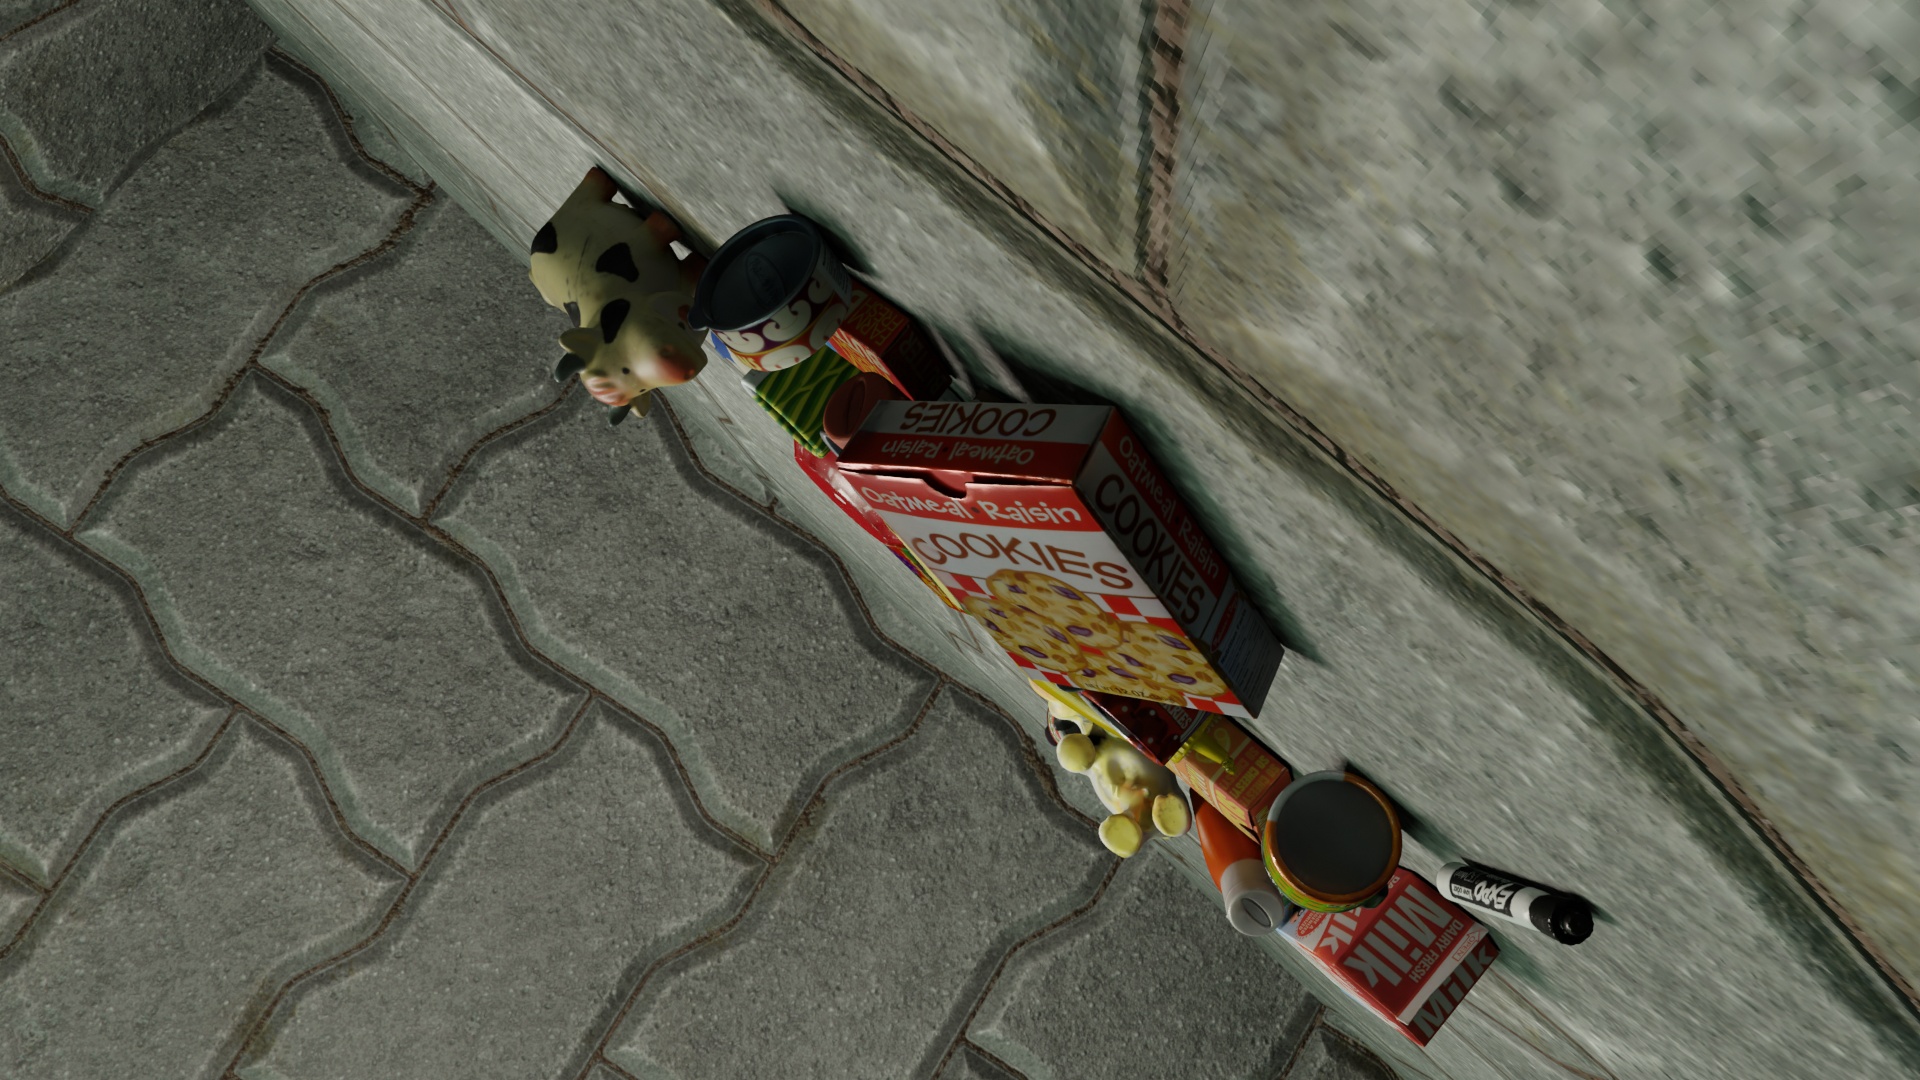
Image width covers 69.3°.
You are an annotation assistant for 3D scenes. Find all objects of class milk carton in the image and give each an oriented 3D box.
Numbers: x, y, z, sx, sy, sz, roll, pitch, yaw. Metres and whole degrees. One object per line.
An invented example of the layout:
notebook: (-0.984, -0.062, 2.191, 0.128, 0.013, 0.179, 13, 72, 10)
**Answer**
milk carton: (0.257, 0.244, 0.845, 0.073, 0.072, 0.190, 42, 174, 1)

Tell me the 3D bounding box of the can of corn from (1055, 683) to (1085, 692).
can of corn: (0.057, 0.039, 0.733, 0.071, 0.071, 0.058, 40, 172, 22)

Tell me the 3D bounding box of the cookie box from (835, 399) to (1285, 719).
cookie box: (0.044, 0.009, 0.576, 0.123, 0.040, 0.167, 6, 148, 42)

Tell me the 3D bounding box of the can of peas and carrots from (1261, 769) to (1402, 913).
can of peas and carrots: (0.189, 0.155, 0.705, 0.071, 0.071, 0.058, 41, 172, 20)

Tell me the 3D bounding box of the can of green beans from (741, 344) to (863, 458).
can of green beans: (-0.084, -0.090, 0.803, 0.071, 0.058, 0.071, 42, 173, 6)

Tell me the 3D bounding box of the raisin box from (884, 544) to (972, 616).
raisin box: (-0.014, 0.020, 1.178, 0.086, 0.040, 0.123, 44, 172, -11)

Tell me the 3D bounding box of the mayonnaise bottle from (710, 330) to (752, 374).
mayonnaise bottle: (-0.123, -0.121, 0.919, 0.064, 0.041, 0.148, 50, 172, -37)

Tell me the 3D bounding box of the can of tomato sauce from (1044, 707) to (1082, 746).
can of tomato sauce: (0.104, 0.143, 1.127, 0.071, 0.071, 0.083, 42, 173, 6)

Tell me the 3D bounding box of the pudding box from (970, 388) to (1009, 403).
pudding box: (0.034, -0.027, 0.626, 0.050, 0.030, 0.083, 36, 170, 49)

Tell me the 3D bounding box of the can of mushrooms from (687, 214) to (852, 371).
can of mushrooms: (-0.086, -0.110, 0.628, 0.071, 0.071, 0.033, 37, 172, 41)

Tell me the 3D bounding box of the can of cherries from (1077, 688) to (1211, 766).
can of cherries: (0.107, 0.083, 0.767, 0.071, 0.058, 0.071, 43, 174, 6)

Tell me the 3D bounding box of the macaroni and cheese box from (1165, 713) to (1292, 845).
macaroni and cheese box: (0.140, 0.123, 0.909, 0.167, 0.040, 0.123, 40, 174, 27)

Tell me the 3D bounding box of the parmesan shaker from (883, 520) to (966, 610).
parmesan shaker: (0.003, -0.010, 0.780, 0.071, 0.071, 0.102, 39, 173, 31)

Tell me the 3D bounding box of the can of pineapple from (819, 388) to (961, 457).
can of pineapple: (-0.029, -0.053, 0.713, 0.071, 0.058, 0.071, 43, 173, 6)

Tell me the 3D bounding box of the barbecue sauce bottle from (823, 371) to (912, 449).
barbecue sauce bottle: (-0.006, -0.026, 0.657, 0.043, 0.065, 0.148, -9, 148, 33)

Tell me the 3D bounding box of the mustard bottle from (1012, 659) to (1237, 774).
mustard bottle: (0.101, 0.087, 0.829, 0.160, 0.065, 0.049, 36, 177, 10)

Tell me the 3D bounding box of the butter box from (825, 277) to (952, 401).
butter box: (-0.051, -0.104, 0.666, 0.104, 0.024, 0.053, 39, 173, 36)

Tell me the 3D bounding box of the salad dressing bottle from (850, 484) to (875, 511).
salad dressing bottle: (-0.003, -0.010, 0.870, 0.147, 0.044, 0.064, 40, -151, -25)

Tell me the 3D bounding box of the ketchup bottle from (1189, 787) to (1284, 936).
ketchup bottle: (0.193, 0.216, 0.958, 0.064, 0.043, 0.149, 46, -165, -11)
